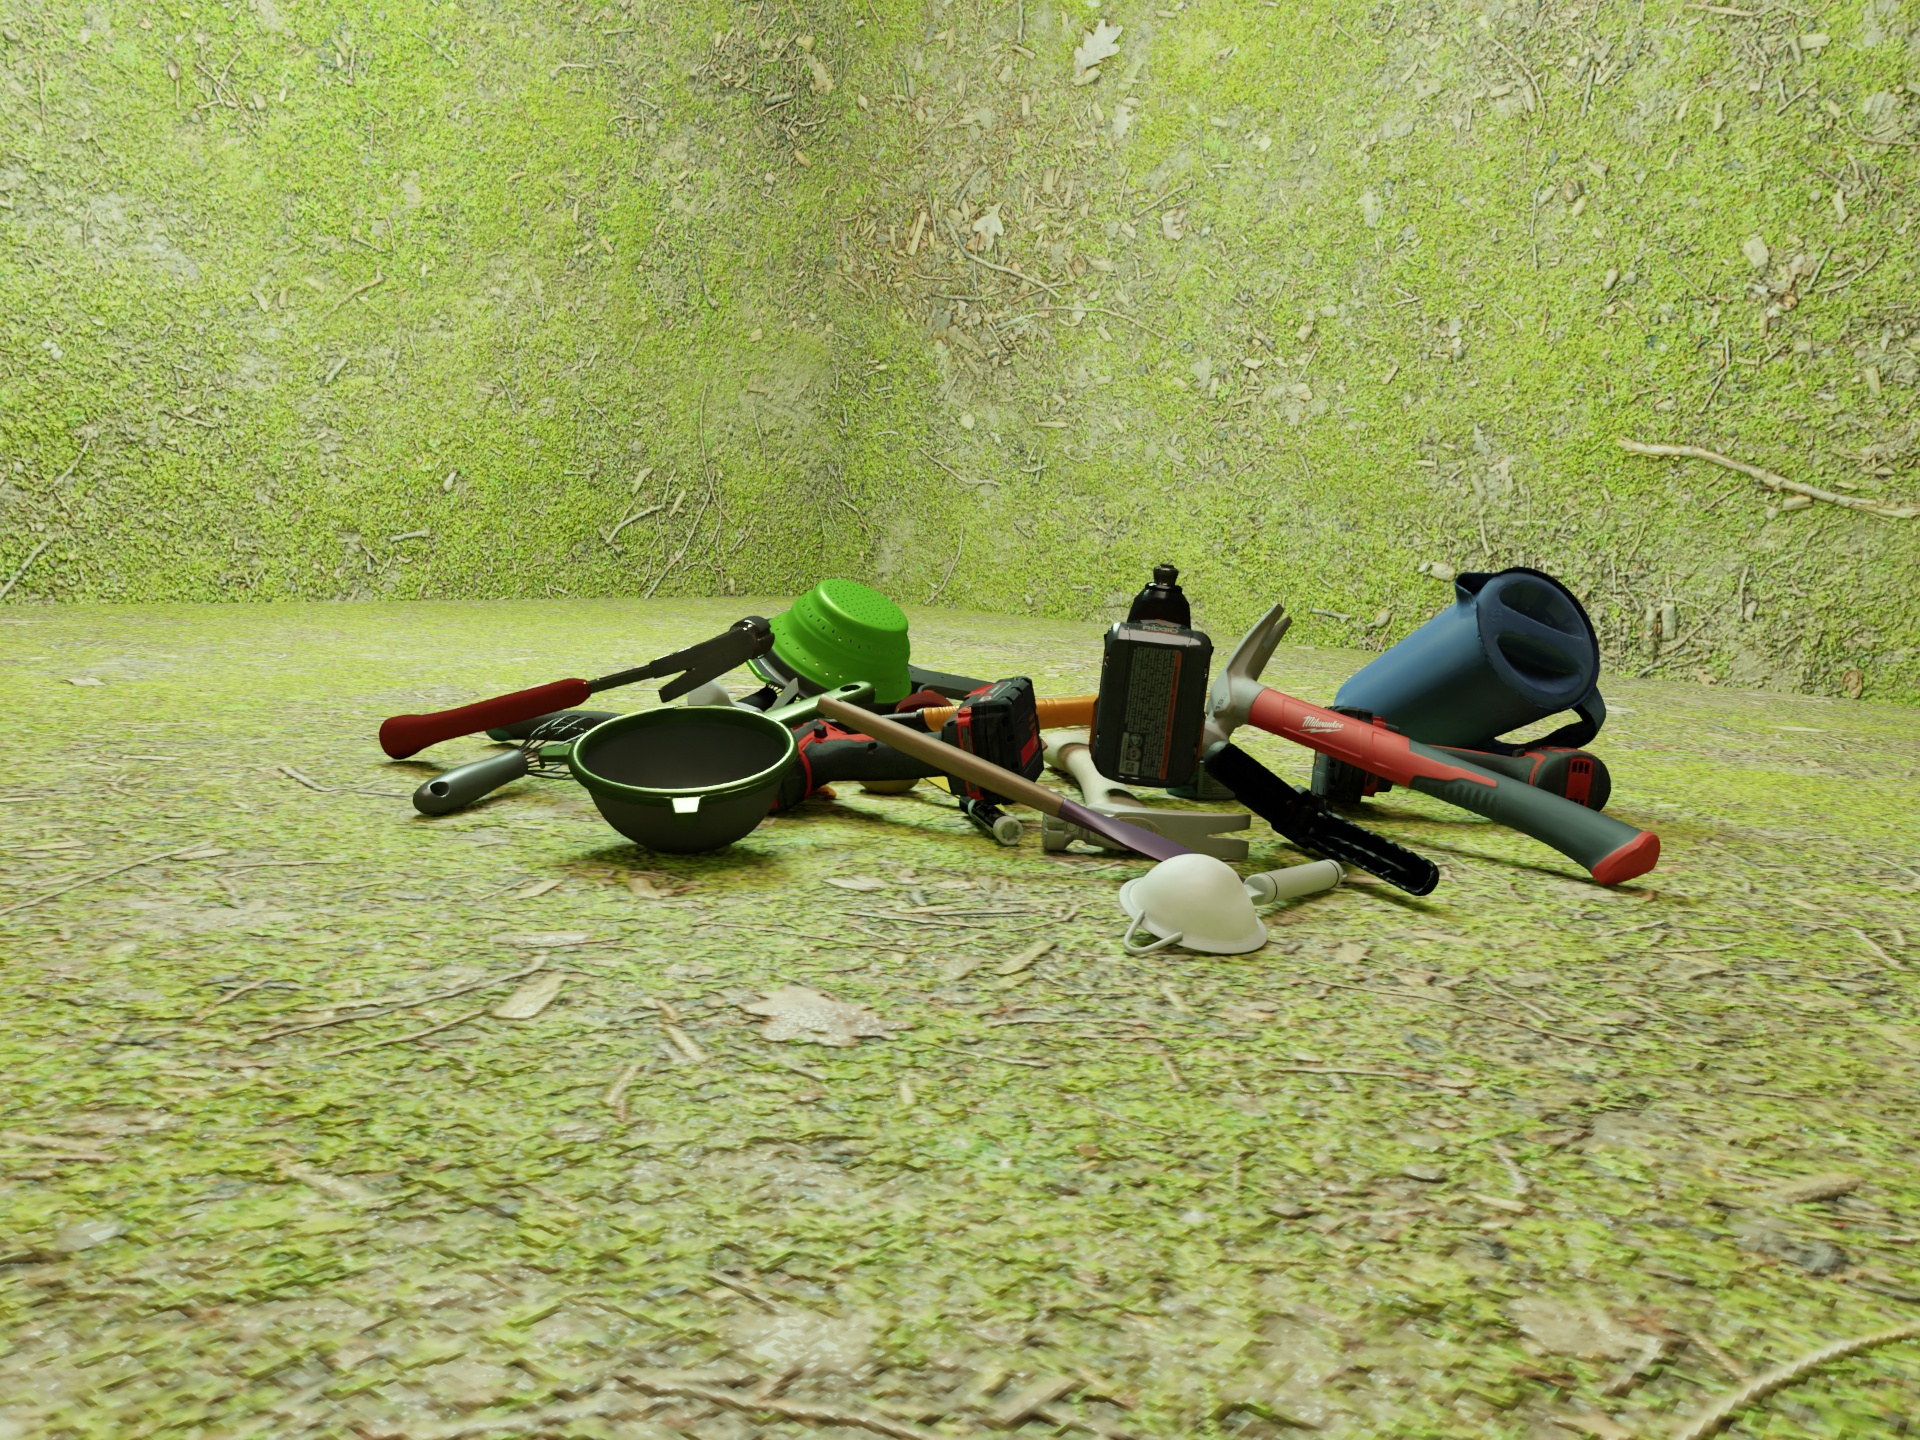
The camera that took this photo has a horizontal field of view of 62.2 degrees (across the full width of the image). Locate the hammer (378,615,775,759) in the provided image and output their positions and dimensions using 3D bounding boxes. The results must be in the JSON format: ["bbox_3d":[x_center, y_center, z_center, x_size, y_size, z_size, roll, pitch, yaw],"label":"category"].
[{"bbox_3d":[-0.324,-0.015,1.236,0.359,0.036,0.149,-12,11,28],"label":"hammer"}]

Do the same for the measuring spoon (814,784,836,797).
[{"bbox_3d":[-0.133,0.052,1.308,0.021,0.011,0.117,0,12,-34],"label":"measuring spoon"}]

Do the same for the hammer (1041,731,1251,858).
[{"bbox_3d":[0.124,0.053,1.297,0.146,0.038,0.411,4,7,-3],"label":"hammer"}]

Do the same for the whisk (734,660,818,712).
[{"bbox_3d":[-0.202,-0.029,1.724,0.073,0.073,0.296,5,14,13],"label":"whisk"}]

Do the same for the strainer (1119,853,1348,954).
[{"bbox_3d":[0.175,0.100,0.952,0.087,0.050,0.258,27,17,33],"label":"strainer"}]

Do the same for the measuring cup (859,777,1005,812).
[{"bbox_3d":[-0.024,0.056,1.281,0.157,0.029,0.062,25,31,38],"label":"measuring cup"}]

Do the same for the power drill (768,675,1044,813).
[{"bbox_3d":[-0.053,0.022,1.218,0.219,0.078,0.143,-6,11,14],"label":"power drill"}]

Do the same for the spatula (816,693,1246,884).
[{"bbox_3d":[0.045,0.048,1.064,0.316,0.018,0.060,23,12,12],"label":"spatula"}]

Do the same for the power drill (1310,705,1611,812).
[{"bbox_3d":[0.420,0.041,1.361,0.226,0.080,0.188,8,1,5],"label":"power drill"}]

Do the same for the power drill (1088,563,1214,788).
[{"bbox_3d":[0.152,-0.038,1.254,0.084,0.164,0.226,7,9,6],"label":"power drill"}]

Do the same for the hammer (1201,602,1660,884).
[{"bbox_3d":[0.353,0.021,1.218,0.387,0.143,0.038,25,-11,45],"label":"hammer"}]

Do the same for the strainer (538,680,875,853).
[{"bbox_3d":[-0.149,0.033,1.095,0.152,0.069,0.256,18,26,36],"label":"strainer"}]

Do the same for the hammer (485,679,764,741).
[{"bbox_3d":[-0.290,0.005,1.353,0.331,0.033,0.128,1,-25,35],"label":"hammer"}]

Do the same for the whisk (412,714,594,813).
[{"bbox_3d":[-0.339,0.036,1.213,0.055,0.055,0.239,5,13,17],"label":"whisk"}]

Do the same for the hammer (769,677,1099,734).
[{"bbox_3d":[-0.002,-0.004,1.390,0.336,0.034,0.127,-4,-22,-19],"label":"hammer"}]

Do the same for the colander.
[{"bbox_3d":[-0.057,-0.079,1.792,0.396,0.094,0.205,9,30,-35],"label":"colander"}]
